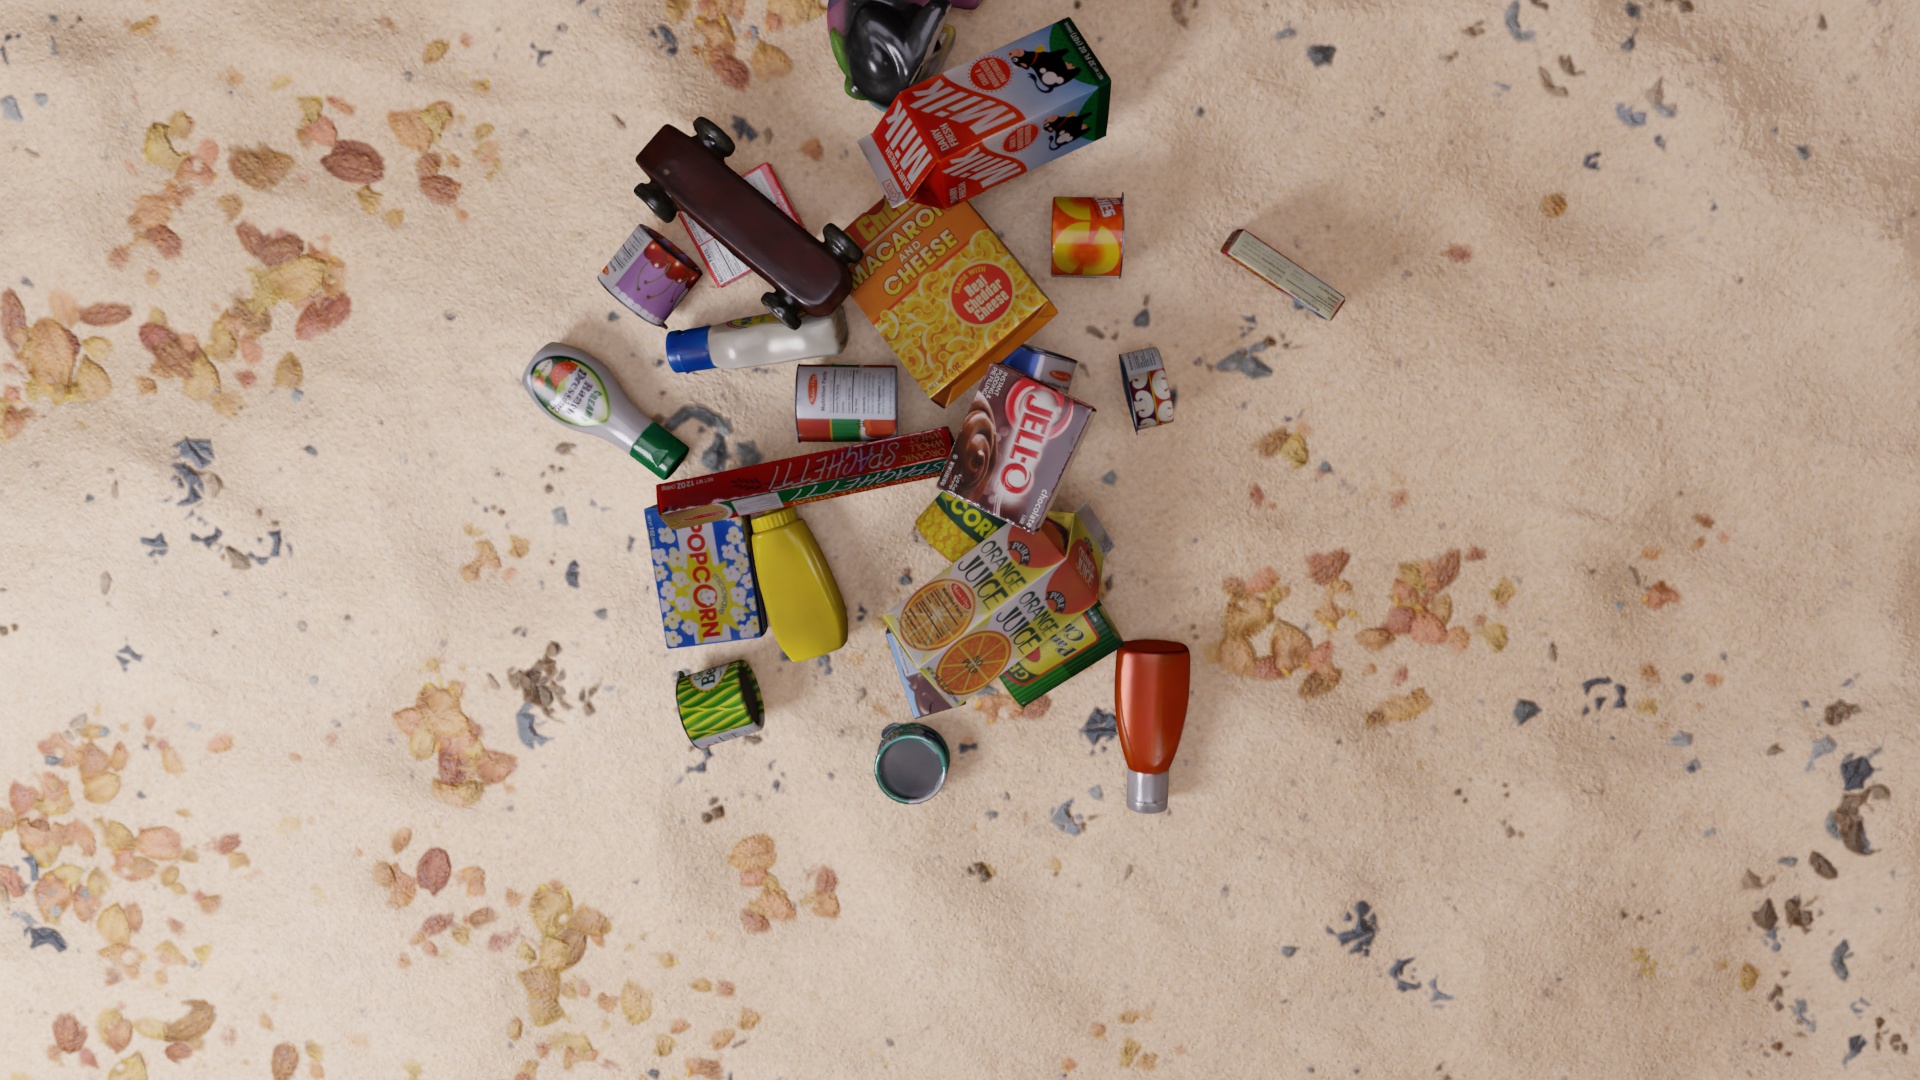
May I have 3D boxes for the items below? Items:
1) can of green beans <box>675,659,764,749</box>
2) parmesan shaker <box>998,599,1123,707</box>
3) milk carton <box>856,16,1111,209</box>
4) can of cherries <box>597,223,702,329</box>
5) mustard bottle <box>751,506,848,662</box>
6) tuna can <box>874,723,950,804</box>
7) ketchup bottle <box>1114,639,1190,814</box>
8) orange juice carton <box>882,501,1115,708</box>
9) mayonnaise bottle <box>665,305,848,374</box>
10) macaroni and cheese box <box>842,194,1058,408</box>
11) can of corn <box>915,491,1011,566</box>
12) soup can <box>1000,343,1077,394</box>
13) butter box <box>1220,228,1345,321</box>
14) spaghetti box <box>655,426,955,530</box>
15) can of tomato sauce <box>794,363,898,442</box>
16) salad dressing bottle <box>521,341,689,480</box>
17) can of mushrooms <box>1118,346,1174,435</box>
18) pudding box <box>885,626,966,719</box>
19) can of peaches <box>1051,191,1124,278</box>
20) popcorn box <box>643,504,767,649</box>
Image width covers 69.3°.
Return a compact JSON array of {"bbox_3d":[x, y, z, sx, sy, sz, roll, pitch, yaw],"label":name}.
[{"bbox_3d":[-0.209,0.143,1.214,0.058,0.071,0.071,-17,98,5],"label":"can of green beans"},{"bbox_3d":[0.079,0.087,1.194,0.103,0.071,0.071,-33,97,7],"label":"parmesan shaker"},{"bbox_3d":[0.018,-0.327,1.094,0.191,0.073,0.072,-25,72,-6],"label":"milk carton"},{"bbox_3d":[-0.256,-0.220,1.159,0.071,0.071,0.058,40,98,-4],"label":"can of cherries"},{"bbox_3d":[-0.146,0.022,1.201,0.065,0.049,0.160,-17,97,5],"label":"mustard bottle"},{"bbox_3d":[-0.045,0.196,1.232,0.071,0.033,0.071,0,100,2],"label":"tuna can"},{"bbox_3d":[0.166,0.163,1.212,0.065,0.043,0.148,1,100,0],"label":"ketchup bottle"},{"bbox_3d":[0.041,0.044,1.150,0.193,0.073,0.071,-37,136,-1],"label":"orange juice carton"},{"bbox_3d":[-0.171,-0.168,1.165,0.148,0.065,0.041,-7,112,7],"label":"mayonnaise bottle"},{"bbox_3d":[-0.020,-0.211,1.131,0.123,0.040,0.167,-39,73,8],"label":"macaroni and cheese box"},{"bbox_3d":[0.004,-0.015,1.177,0.071,0.071,0.058,42,100,-4],"label":"can of corn"},{"bbox_3d":[0.053,-0.120,1.162,0.071,0.071,0.083,17,101,0],"label":"soup can"},{"bbox_3d":[0.264,-0.219,1.141,0.103,0.053,0.024,33,103,-2],"label":"butter box"},{"bbox_3d":[-0.125,-0.051,1.157,0.250,0.050,0.029,-12,75,-3],"label":"spaghetti box"},{"bbox_3d":[-0.094,-0.115,1.167,0.083,0.071,0.071,0,100,-1],"label":"can of tomato sauce"},{"bbox_3d":[-0.302,-0.109,1.189,0.147,0.044,0.064,36,98,-4],"label":"salad dressing bottle"},{"bbox_3d":[0.155,-0.124,1.155,0.033,0.071,0.071,-13,99,4],"label":"can of mushrooms"},{"bbox_3d":[-0.030,0.109,1.219,0.049,0.030,0.083,-18,98,4],"label":"pudding box"},{"bbox_3d":[0.103,-0.250,1.136,0.058,0.071,0.071,1,100,3],"label":"can of peaches"},{"bbox_3d":[-0.221,0.027,1.210,0.085,0.038,0.126,-7,99,5],"label":"popcorn box"}]
